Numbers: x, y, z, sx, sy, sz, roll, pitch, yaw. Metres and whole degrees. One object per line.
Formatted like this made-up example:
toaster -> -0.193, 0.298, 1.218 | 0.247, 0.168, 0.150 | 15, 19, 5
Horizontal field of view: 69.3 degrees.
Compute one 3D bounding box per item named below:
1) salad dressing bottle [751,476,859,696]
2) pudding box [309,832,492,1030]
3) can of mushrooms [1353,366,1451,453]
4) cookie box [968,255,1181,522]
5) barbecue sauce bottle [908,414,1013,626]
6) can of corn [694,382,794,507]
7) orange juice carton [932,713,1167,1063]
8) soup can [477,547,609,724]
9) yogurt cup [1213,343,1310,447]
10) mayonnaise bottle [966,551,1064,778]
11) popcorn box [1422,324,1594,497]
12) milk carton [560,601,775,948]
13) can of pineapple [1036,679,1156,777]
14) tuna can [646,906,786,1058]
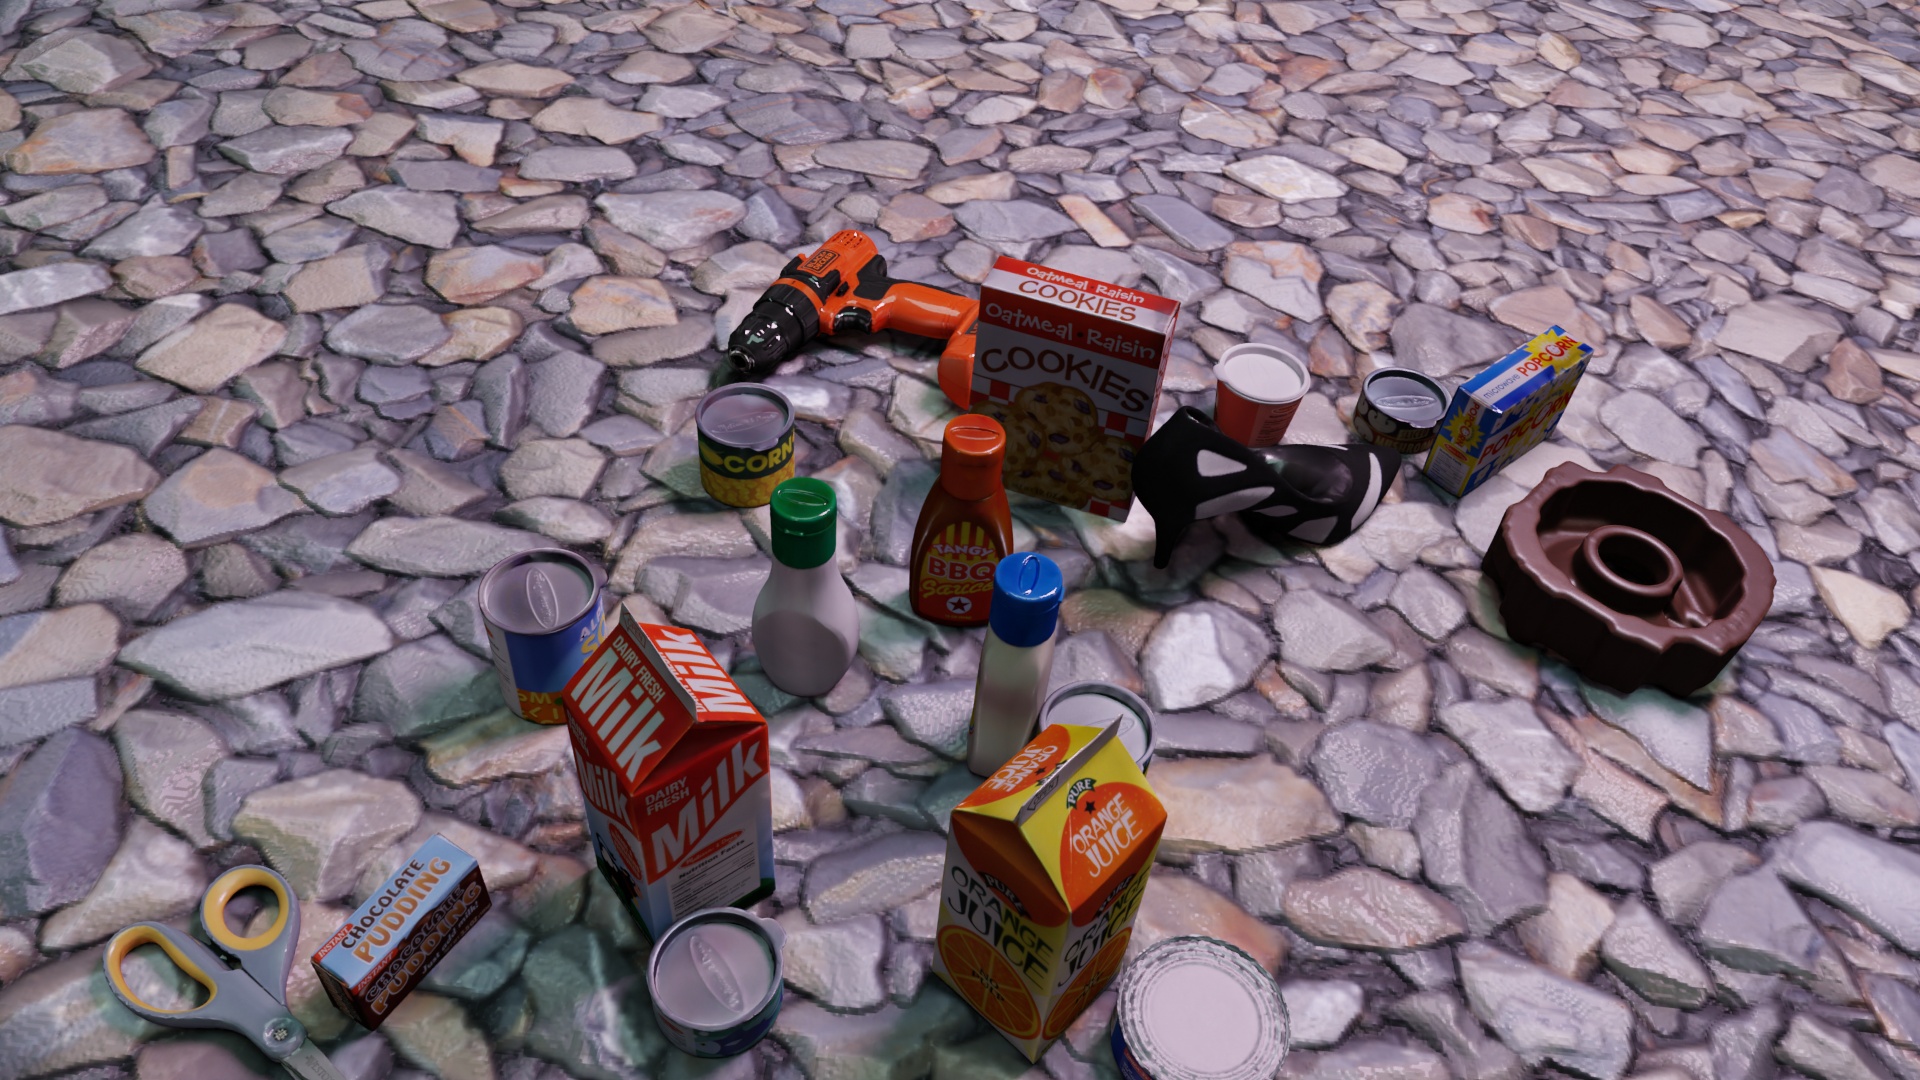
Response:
salad dressing bottle -> -0.090, 0.028, 0.802 | 0.064, 0.146, 0.044 | 11, 45, 5
pudding box -> -0.276, 0.193, 0.689 | 0.030, 0.049, 0.084 | 25, 48, 18
can of mushrooms -> 0.334, -0.097, 1.050 | 0.071, 0.033, 0.071 | 3, 45, -3
cookie box -> 0.070, -0.099, 0.931 | 0.123, 0.166, 0.040 | 17, 46, 11
barbecue sauce bottle -> 0.003, -0.011, 0.850 | 0.065, 0.147, 0.044 | 5, 45, -1
can of corn -> -0.145, -0.063, 0.950 | 0.071, 0.058, 0.071 | 3, 45, -3
orange juice carton -> 0.041, 0.158, 0.655 | 0.073, 0.191, 0.072 | 36, 52, 26
soup can -> -0.236, 0.056, 0.805 | 0.071, 0.083, 0.072 | 3, 45, -3
yogurt cup -> 0.220, -0.106, 1.033 | 0.072, 0.053, 0.073 | 3, 45, -3
mayonnaise bottle -> 0.030, 0.069, 0.774 | 0.041, 0.147, 0.065 | 12, 45, 6
popcorn box -> 0.401, -0.095, 1.019 | 0.127, 0.084, 0.038 | -29, 55, -30
milk carton -> -0.141, 0.115, 0.681 | 0.074, 0.189, 0.072 | -26, 53, -28
can of pineapple -> 0.074, 0.124, 0.788 | 0.071, 0.057, 0.071 | 3, 45, -3
tuna can -> -0.119, 0.218, 0.691 | 0.071, 0.032, 0.071 | 3, 45, -3
